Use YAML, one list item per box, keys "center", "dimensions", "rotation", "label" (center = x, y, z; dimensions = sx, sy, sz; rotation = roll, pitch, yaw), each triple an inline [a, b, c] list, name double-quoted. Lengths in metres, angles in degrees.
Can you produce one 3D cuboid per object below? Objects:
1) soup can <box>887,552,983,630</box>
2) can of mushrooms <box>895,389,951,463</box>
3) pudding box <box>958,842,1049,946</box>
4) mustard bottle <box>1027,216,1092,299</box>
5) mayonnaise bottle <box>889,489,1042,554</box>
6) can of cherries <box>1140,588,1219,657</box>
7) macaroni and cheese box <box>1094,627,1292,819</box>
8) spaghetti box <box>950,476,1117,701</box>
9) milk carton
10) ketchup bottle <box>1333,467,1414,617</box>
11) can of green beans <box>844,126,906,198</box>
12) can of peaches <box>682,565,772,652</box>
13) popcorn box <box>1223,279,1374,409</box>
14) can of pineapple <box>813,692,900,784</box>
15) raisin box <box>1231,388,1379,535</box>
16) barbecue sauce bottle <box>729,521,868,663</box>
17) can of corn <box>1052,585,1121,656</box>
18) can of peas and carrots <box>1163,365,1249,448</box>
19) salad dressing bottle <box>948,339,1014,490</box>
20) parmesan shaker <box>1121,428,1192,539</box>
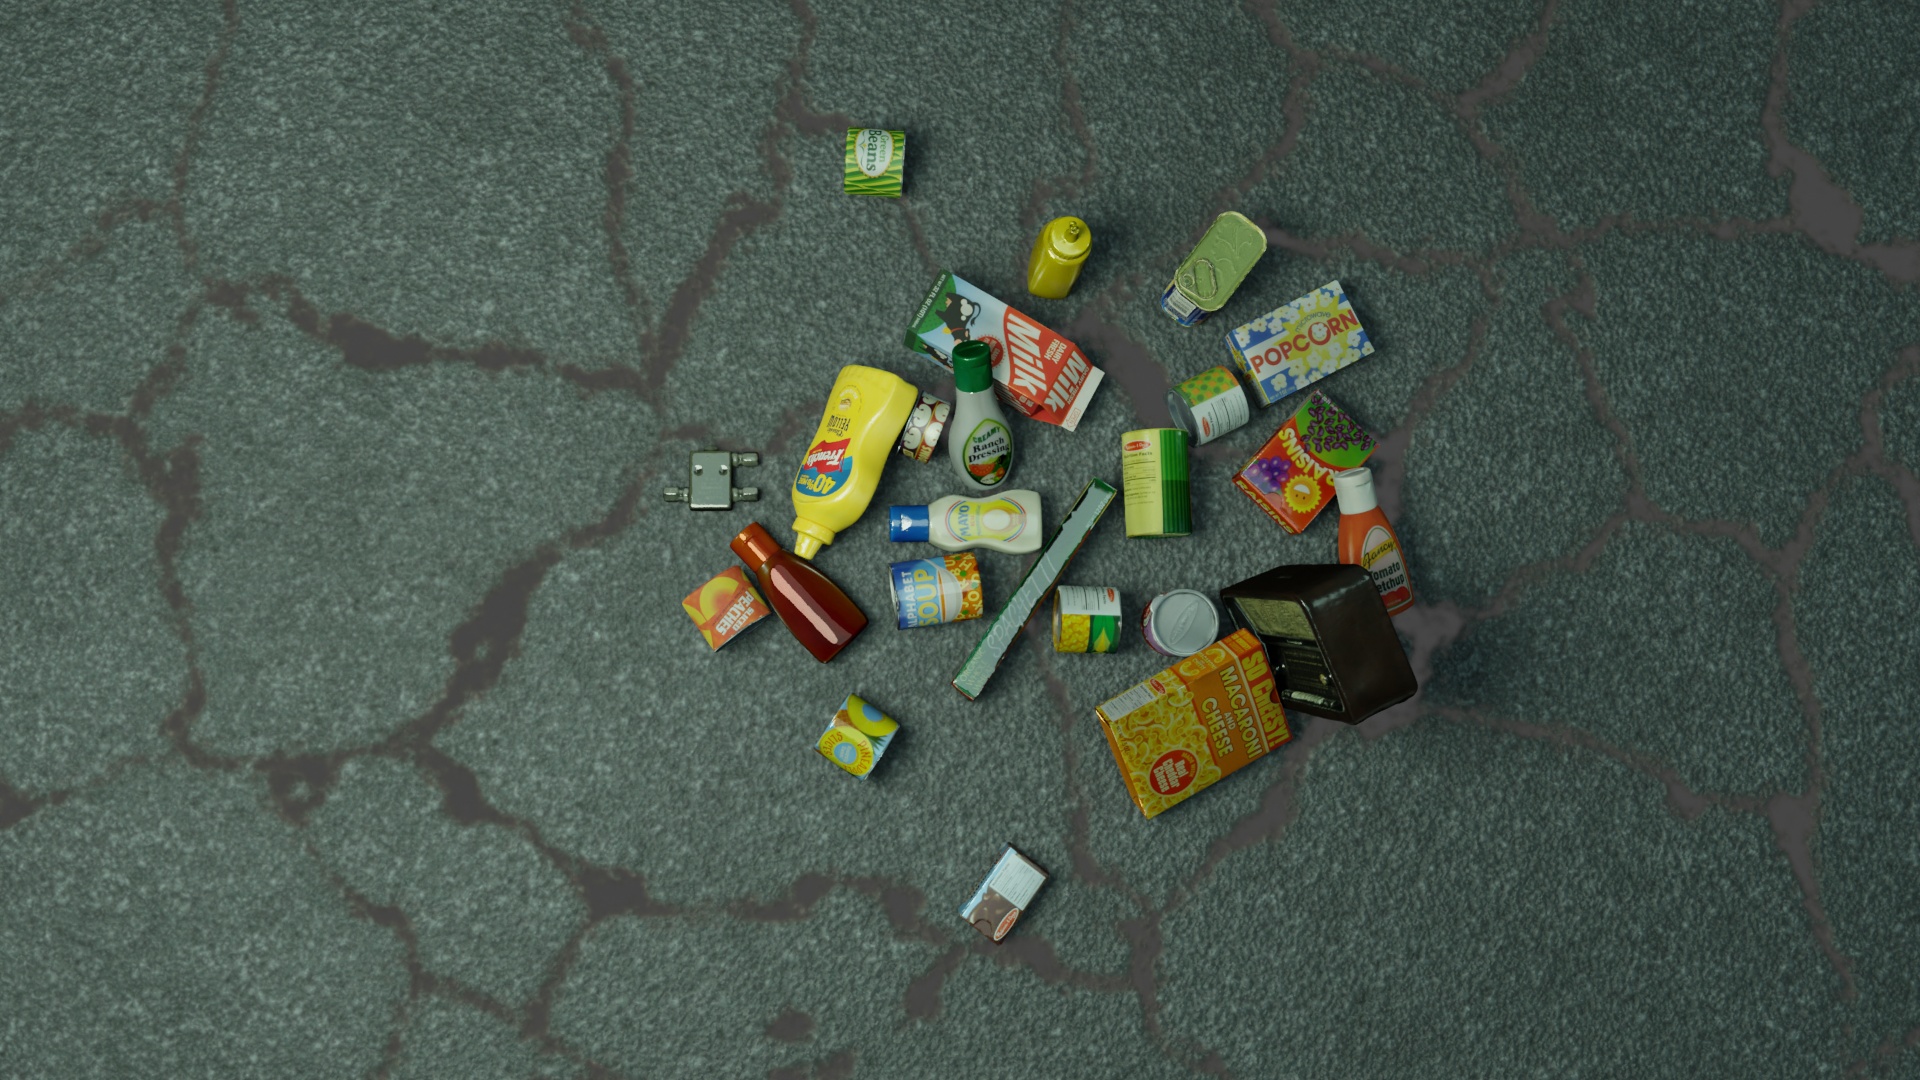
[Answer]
- center: [-0.024, 0.049, 1.338]
  dimensions: [0.084, 0.071, 0.071]
  rotation: [-8, 85, -6]
  label: "soup can"
- center: [-0.036, -0.108, 1.357]
  dimensions: [0.033, 0.071, 0.071]
  rotation: [23, 83, -3]
  label: "can of mushrooms"
- center: [0.041, 0.338, 1.333]
  dimensions: [0.049, 0.030, 0.084]
  rotation: [37, 82, -1]
  label: "pudding box"
- center: [0.098, -0.278, 1.340]
  dimensions: [0.049, 0.160, 0.065]
  rotation: [9, 85, -5]
  label: "mustard bottle"
- center: [0.005, -0.017, 1.363]
  dimensions: [0.148, 0.041, 0.065]
  rotation: [-1, 84, -6]
  label: "mayonnaise bottle"
- center: [0.212, 0.079, 1.362]
  dimensions: [0.071, 0.058, 0.071]
  rotation: [0, 85, -4]
  label: "can of cherries"
- center: [0.227, 0.177, 1.335]
  dimensions: [0.167, 0.040, 0.123]
  rotation: [-27, 118, -7]
  label: "macaroni and cheese box"
- center: [0.071, 0.047, 1.357]
  dimensions: [0.029, 0.050, 0.250]
  rotation: [35, 82, 1]
  label: "spaghetti box"
- center: [0.044, -0.183, 1.368]
  dimensions: [0.190, 0.073, 0.072]
  rotation: [29, 82, -2]
  label: "milk carton"
- center: [0.403, 0.003, 1.375]
  dimensions: [0.065, 0.043, 0.148]
  rotation: [-20, 102, -15]
  label: "ketchup bottle"
- center: [-0.085, -0.376, 1.382]
  dimensions: [0.058, 0.071, 0.071]
  rotation: [4, 84, -4]
  label: "can of green beans"
- center: [-0.222, 0.064, 1.320]
  dimensions: [0.071, 0.071, 0.058]
  rotation: [-34, 87, -7]
  label: "can of peaches"
- center: [0.343, -0.199, 1.413]
  dimensions: [0.127, 0.038, 0.085]
  rotation: [-26, 86, -7]
  label: "popcorn box"
- center: [-0.099, 0.187, 1.318]
  dimensions: [0.058, 0.071, 0.071]
  rotation: [33, 83, 0]
  label: "can of pineapple"
- center: [0.347, -0.078, 1.400]
  dimensions: [0.086, 0.040, 0.123]
  rotation: [44, 83, 0]
  label: "raisin box"
- center: [-0.160, 0.047, 1.341]
  dimensions: [0.065, 0.043, 0.148]
  rotation: [-44, 88, -8]
  label: "barbecue sauce bottle"
- center: [0.122, 0.079, 1.352]
  dimensions: [0.058, 0.071, 0.071]
  rotation: [2, 84, -4]
  label: "can of corn"
- center: [0.245, -0.135, 1.386]
  dimensions: [0.059, 0.071, 0.071]
  rotation: [-26, 87, -7]
  label: "can of peas and carrots"
- center: [0.017, -0.119, 1.331]
  dimensions: [0.064, 0.044, 0.146]
  rotation: [-20, 128, -16]
  label: "salad dressing bottle"
- center: [0.192, -0.055, 1.373]
  dimensions: [0.071, 0.071, 0.103]
  rotation: [-2, 85, -5]
  label: "parmesan shaker"
